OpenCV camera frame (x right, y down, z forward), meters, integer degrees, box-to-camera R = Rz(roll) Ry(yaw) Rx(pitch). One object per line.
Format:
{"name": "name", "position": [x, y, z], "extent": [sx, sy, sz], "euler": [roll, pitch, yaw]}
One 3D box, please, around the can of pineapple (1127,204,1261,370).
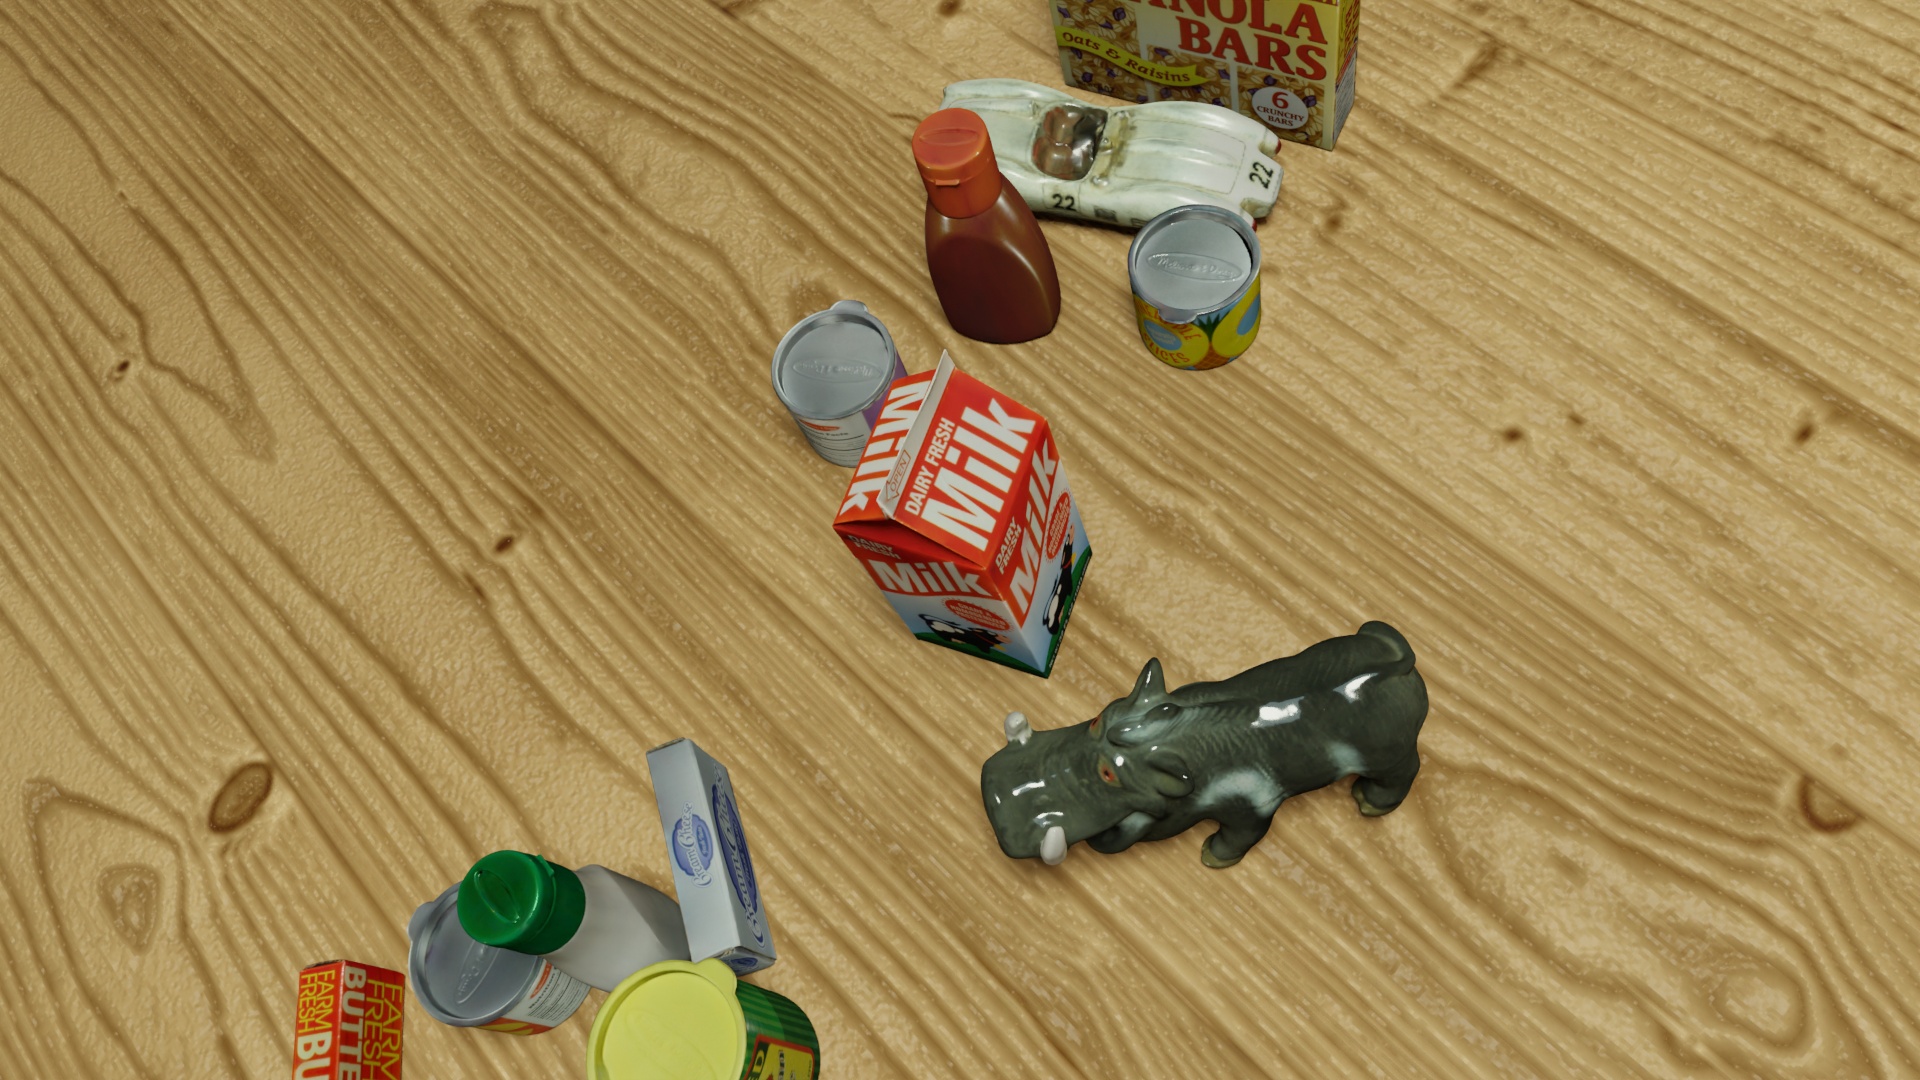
{"name": "can of pineapple", "position": [0.121, -0.128, 0.716], "extent": [0.071, 0.057, 0.071], "euler": [-5, 65, 11]}

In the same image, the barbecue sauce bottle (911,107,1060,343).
{"name": "barbecue sauce bottle", "position": [0.010, -0.155, 0.703], "extent": [0.065, 0.148, 0.044], "euler": [4, 67, 15]}

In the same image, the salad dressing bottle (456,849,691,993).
{"name": "salad dressing bottle", "position": [-0.162, 0.164, 0.597], "extent": [0.044, 0.147, 0.064], "euler": [-45, 65, -8]}

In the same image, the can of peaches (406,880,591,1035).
{"name": "can of peaches", "position": [-0.213, 0.193, 0.646], "extent": [0.071, 0.058, 0.071], "euler": [-5, 65, 11]}

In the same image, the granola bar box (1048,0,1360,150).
{"name": "granola bar box", "position": [0.129, -0.282, 0.747], "extent": [0.166, 0.124, 0.039], "euler": [21, 73, 21]}

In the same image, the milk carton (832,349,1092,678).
{"name": "milk carton", "position": [0.002, -0.008, 0.614], "extent": [0.073, 0.190, 0.072], "euler": [15, 71, 19]}

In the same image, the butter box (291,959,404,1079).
{"name": "butter box", "position": [-0.282, 0.250, 0.639], "extent": [0.024, 0.053, 0.104], "euler": [-13, 64, 8]}

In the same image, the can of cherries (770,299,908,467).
{"name": "can of cherries", "position": [-0.058, -0.082, 0.736], "extent": [0.071, 0.058, 0.072], "euler": [-5, 65, 11]}

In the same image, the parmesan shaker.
{"name": "parmesan shaker", "position": [-0.102, 0.215, 0.585], "extent": [0.071, 0.102, 0.071], "euler": [-5, 65, 11]}

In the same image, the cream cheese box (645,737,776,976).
{"name": "cream cheese box", "position": [-0.116, 0.148, 0.647], "extent": [0.024, 0.053, 0.104], "euler": [-22, 63, 3]}
